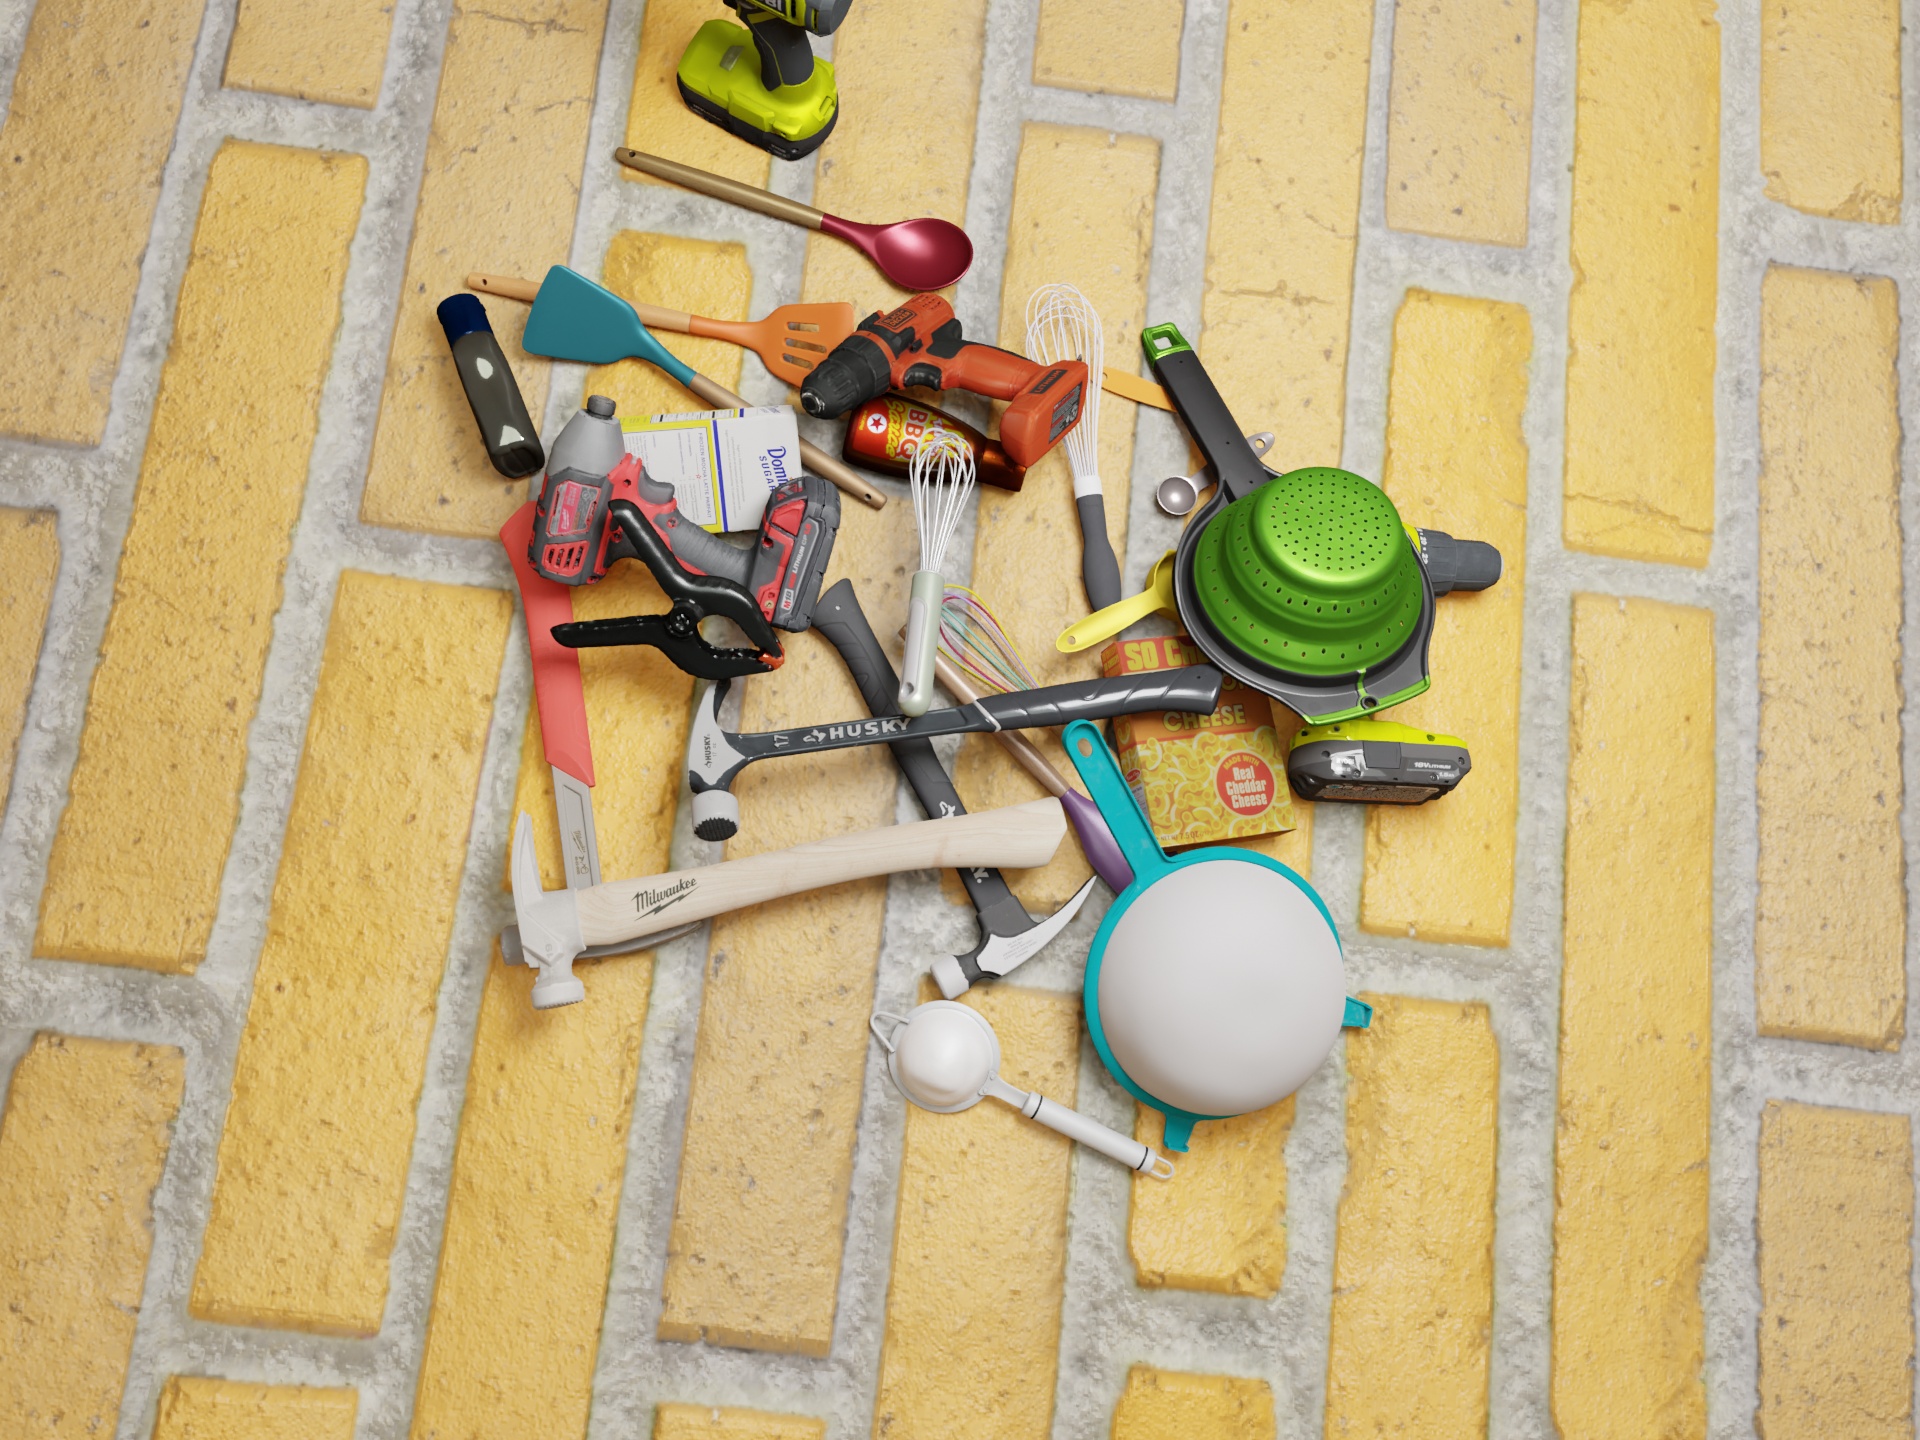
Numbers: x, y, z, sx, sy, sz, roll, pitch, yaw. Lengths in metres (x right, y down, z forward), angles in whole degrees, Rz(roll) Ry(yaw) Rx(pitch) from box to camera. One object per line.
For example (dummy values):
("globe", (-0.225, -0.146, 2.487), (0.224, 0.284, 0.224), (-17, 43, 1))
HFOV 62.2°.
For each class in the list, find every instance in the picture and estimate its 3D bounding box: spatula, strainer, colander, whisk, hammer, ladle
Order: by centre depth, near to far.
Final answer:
("strainer", (0.173, 0.150, 1.159), (0.211, 0.095, 0.340), (-32, 102, -9))
("hammer", (-0.125, 0.103, 1.190), (0.410, 0.038, 0.146), (-11, 79, -7))
("hammer", (-0.002, -0.004, 1.197), (0.409, 0.036, 0.149), (-8, 53, -3))
("strainer", (0.047, 0.286, 1.201), (0.258, 0.050, 0.087), (26, 96, -3))
("whisk", (-0.024, -0.116, 1.213), (0.059, 0.058, 0.246), (30, 57, -43))
("colander", (0.238, -0.188, 1.229), (0.204, 0.094, 0.397), (-17, 62, -12))
("hammer", (-0.297, 0.003, 1.232), (0.149, 0.036, 0.359), (-9, 80, -6))
("hammer", (-0.023, 0.038, 1.248), (0.146, 0.035, 0.335), (-27, 82, -9))
("spatula", (0.066, 0.037, 1.258), (0.316, 0.018, 0.060), (45, 77, 1))
("whisk", (0.064, -0.019, 1.263), (0.245, 0.051, 0.047), (43, 73, 1))
("spatula", (-0.199, -0.255, 1.283), (0.317, 0.044, 0.082), (32, 122, -2))
("spatula", (-0.246, -0.330, 1.299), (0.322, 0.041, 0.081), (11, 105, 0))
("whisk", (0.098, -0.221, 1.301), (0.070, 0.070, 0.285), (-7, 84, -6))
("ladle", (-0.141, -0.427, 1.336), (0.315, 0.031, 0.069), (19, 75, 1))

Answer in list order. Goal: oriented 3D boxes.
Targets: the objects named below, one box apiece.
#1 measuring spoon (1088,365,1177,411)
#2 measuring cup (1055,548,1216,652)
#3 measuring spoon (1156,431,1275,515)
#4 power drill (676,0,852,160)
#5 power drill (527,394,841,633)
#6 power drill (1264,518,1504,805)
("measuring spoon", (0.160, -0.273, 1.339), (0.117, 0.011, 0.021), (21, 77, 3))
("measuring cup", (0.136, -0.087, 1.273), (0.156, 0.029, 0.062), (-27, 86, -21))
("measuring spoon", (0.213, -0.207, 1.329), (0.124, 0.018, 0.034), (-33, 83, -17))
("power drill", (-0.168, -0.555, 1.258), (0.171, 0.223, 0.080), (27, 78, 1))
("power drill", (-0.208, -0.155, 1.208), (0.219, 0.079, 0.143), (14, 111, -12))
("power drill", (0.343, -0.052, 1.272), (0.190, 0.080, 0.229), (3, 74, -3))
